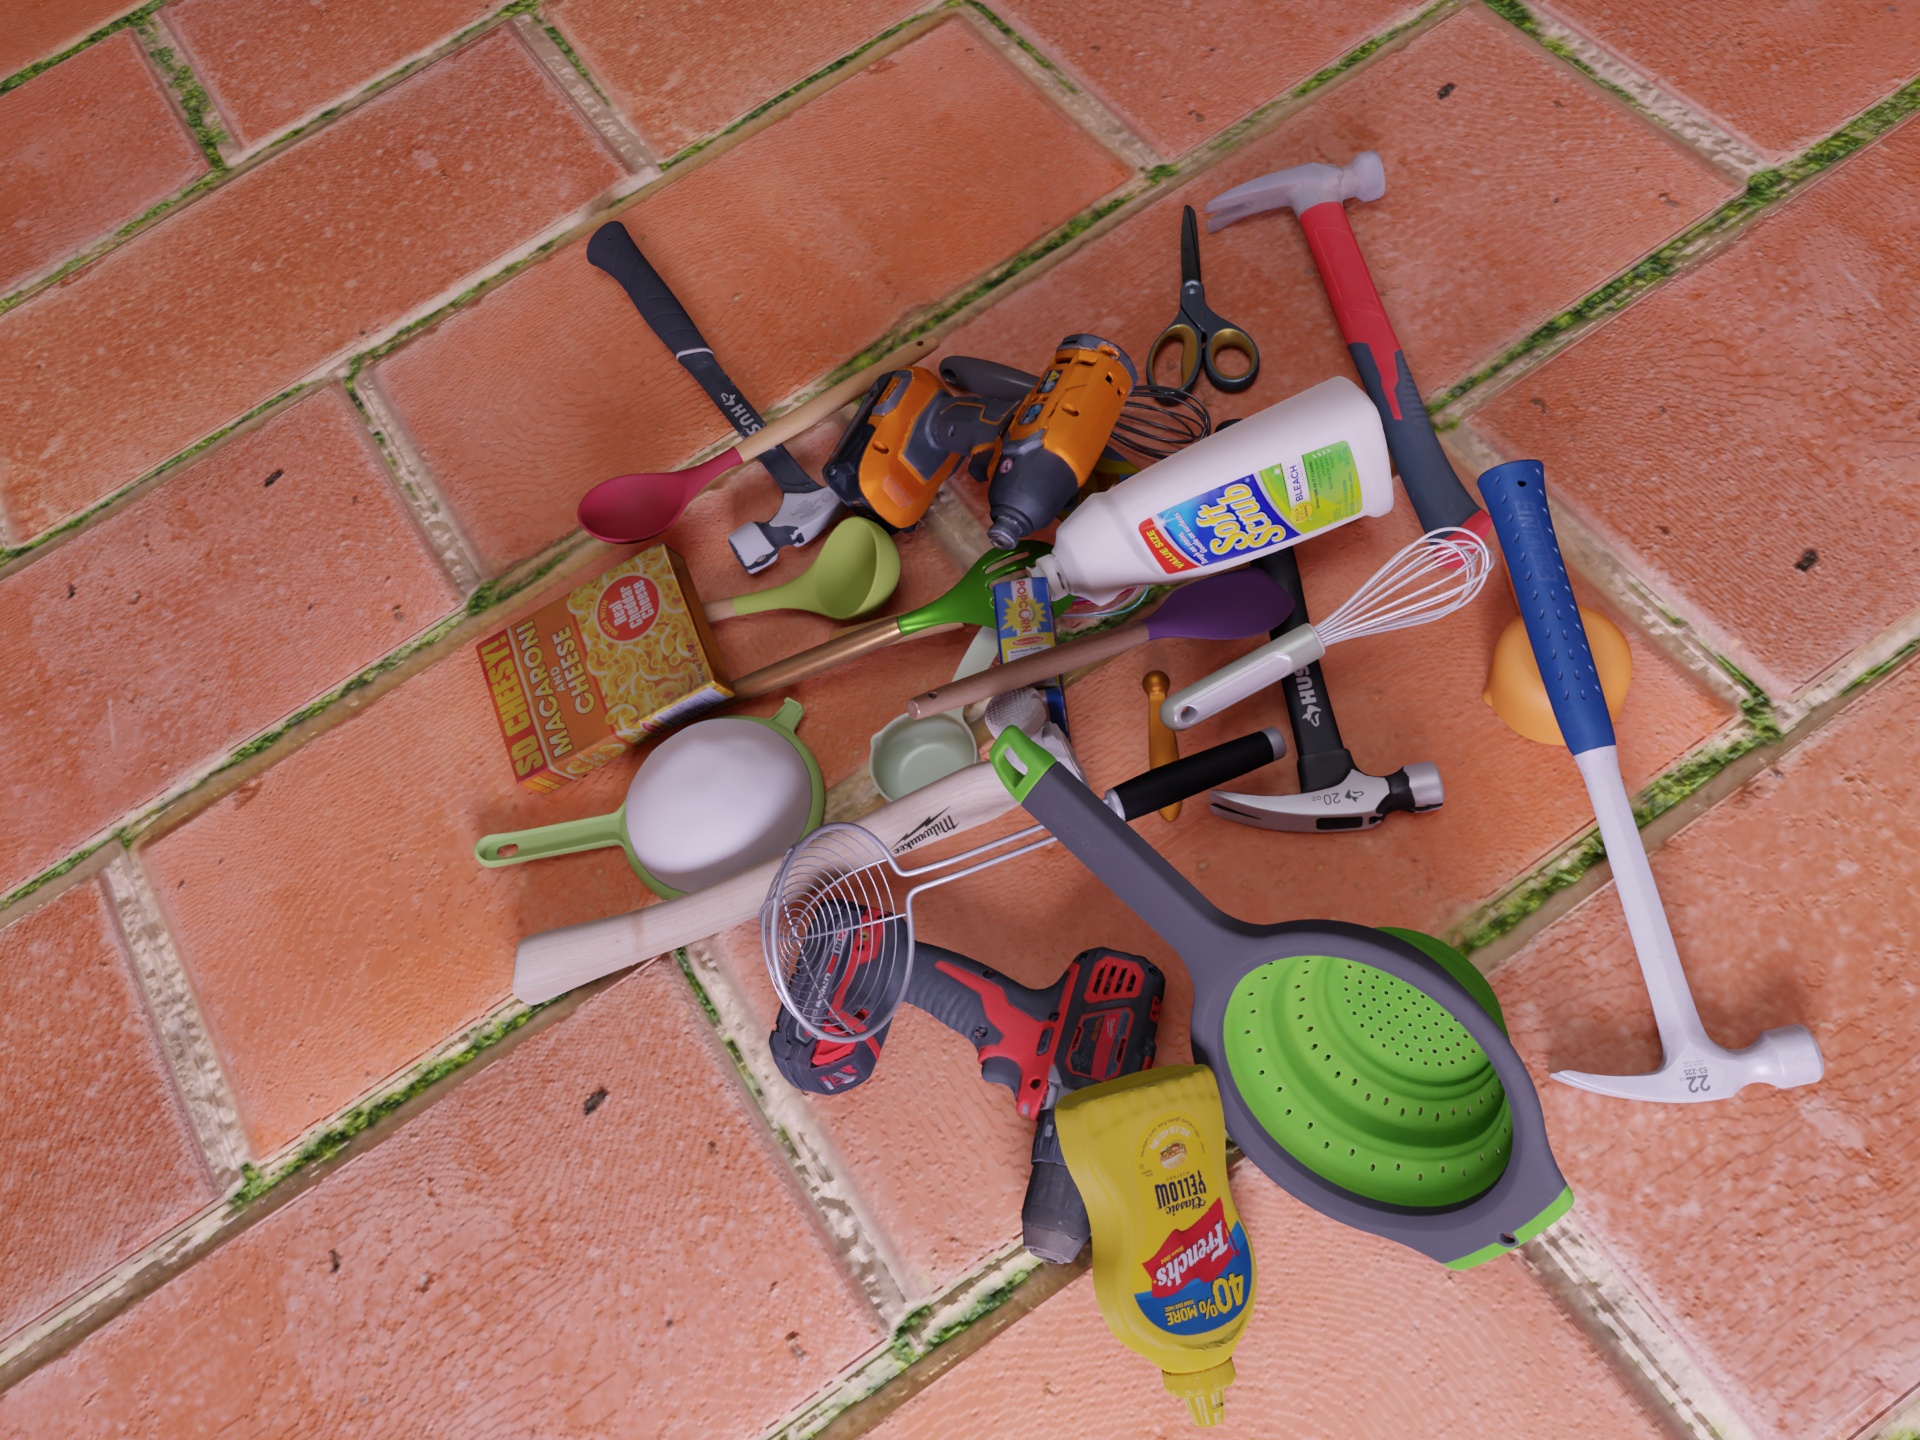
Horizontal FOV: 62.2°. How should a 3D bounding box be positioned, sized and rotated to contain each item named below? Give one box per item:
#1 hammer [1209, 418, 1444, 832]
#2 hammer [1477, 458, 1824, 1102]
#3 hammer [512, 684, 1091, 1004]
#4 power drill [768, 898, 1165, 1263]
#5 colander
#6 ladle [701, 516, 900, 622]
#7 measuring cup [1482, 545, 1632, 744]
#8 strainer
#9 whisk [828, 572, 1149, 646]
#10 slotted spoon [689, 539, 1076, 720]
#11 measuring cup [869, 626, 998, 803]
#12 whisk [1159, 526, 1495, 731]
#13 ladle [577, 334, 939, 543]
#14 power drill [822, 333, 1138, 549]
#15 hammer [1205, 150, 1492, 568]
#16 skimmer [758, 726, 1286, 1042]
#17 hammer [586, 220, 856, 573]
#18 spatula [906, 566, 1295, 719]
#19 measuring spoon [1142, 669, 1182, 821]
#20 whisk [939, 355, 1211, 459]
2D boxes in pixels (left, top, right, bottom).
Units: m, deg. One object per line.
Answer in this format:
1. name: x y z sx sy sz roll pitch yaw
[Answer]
1. hammer: 0.221 -0.075 1.110 0.146 0.035 0.335 -11 60 6
2. hammer: 0.385 0.030 0.972 0.144 0.035 0.406 -13 73 7
3. hammer: -0.109 0.109 1.054 0.410 0.146 0.038 -23 40 11
4. power drill: 0.001 0.215 0.979 0.227 0.080 0.188 12 65 14
5. colander: 0.183 0.130 0.919 0.397 0.204 0.094 43 45 9
6. ladle: -0.198 -0.085 1.195 0.320 0.062 0.078 -12 68 9
7. measuring cup: 0.389 -0.071 1.060 0.095 0.052 0.174 -9 63 7
8. strainer: -0.226 0.060 1.112 0.256 0.069 0.152 -11 60 5
9. whisk: 0.023 -0.082 1.158 0.245 0.051 0.047 -14 25 10
10. slotted spoon: -0.065 -0.057 1.139 0.314 0.031 0.070 -20 68 14
11. measuring cup: -0.002 -0.004 1.117 0.083 0.038 0.168 20 68 22
12. whisk: 0.242 -0.057 1.052 0.246 0.057 0.059 -28 26 -1
13. ladle: -0.151 -0.221 1.233 0.315 0.031 0.069 -32 62 -10
14. power drill: 0.006 -0.188 1.139 0.226 0.084 0.164 4 59 47
15. hammer: 0.298 -0.274 1.200 0.143 0.038 0.387 -14 60 6
16. skimmer: 0.050 0.079 0.959 0.363 0.090 0.127 -20 102 -14
17. hammer: -0.208 -0.295 1.322 0.149 0.036 0.409 -33 60 -8
18. spatula: 0.098 -0.049 1.011 0.316 0.018 0.060 -19 54 -33
19. measuring spoon: 0.139 0.015 1.092 0.021 0.011 0.117 -7 61 9
20. whisk: 0.085 -0.249 1.228 0.239 0.055 0.055 20 68 25
